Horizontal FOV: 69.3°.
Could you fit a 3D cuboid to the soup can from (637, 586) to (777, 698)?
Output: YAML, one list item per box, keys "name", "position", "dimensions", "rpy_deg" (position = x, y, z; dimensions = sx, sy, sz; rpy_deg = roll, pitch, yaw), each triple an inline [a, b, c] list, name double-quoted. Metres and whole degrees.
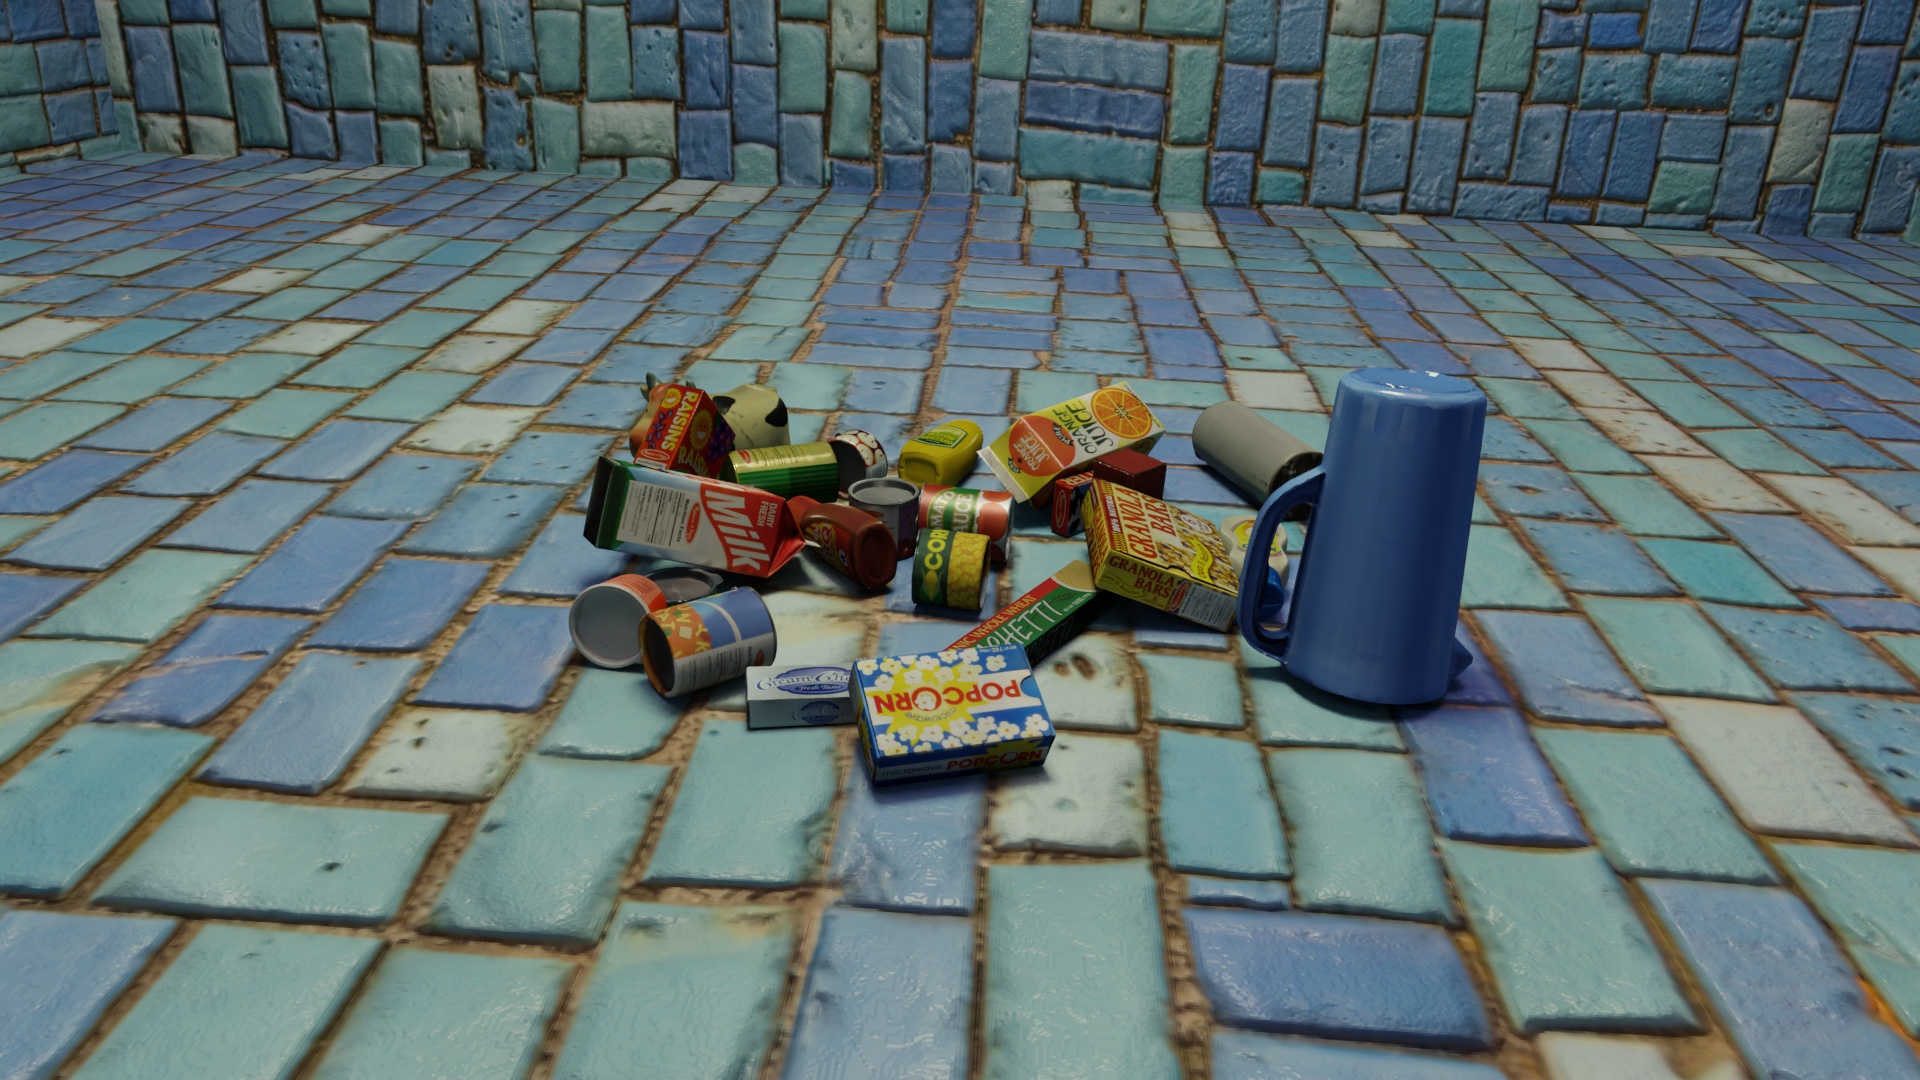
- name: "soup can"
  position: [-0.192, 0.074, 1.048]
  dimensions: [0.084, 0.071, 0.071]
  rpy_deg: [-15, 29, -35]

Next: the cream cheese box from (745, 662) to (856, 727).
- name: "cream cheese box"
  position: [-0.106, 0.113, 1.024]
  dimensions: [0.104, 0.024, 0.053]
  rpy_deg: [-2, 23, -10]

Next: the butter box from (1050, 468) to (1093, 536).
- name: "butter box"
  position: [0.132, -0.043, 1.369]
  dimensions: [0.104, 0.053, 0.024]
  rpy_deg: [-20, 34, -41]

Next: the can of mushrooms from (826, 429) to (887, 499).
- name: "can of mushrooms"
  position: [-0.111, -0.078, 1.406]
  dimensions: [0.071, 0.070, 0.033]
  rpy_deg: [16, 28, 28]

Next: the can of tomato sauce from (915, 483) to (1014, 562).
- name: "can of tomato sauce"
  position: [0.005, -0.016, 1.276]
  dimensions: [0.083, 0.071, 0.071]
  rpy_deg: [6, 24, 6]

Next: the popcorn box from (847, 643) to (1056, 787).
- name: "popcorn box"
  position: [-0.008, 0.120, 0.966]
  dimensions: [0.127, 0.038, 0.085]
  rpy_deg: [-5, 46, -16]

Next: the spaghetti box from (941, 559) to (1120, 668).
- name: "spaghetti box"
  position: [0.054, 0.074, 1.123]
  dimensions: [0.050, 0.028, 0.251]
  rpy_deg: [17, 28, 29]

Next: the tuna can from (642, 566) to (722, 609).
- name: "tuna can"
  position: [-0.231, 0.050, 1.144]
  dimensions: [0.071, 0.032, 0.071]
  rpy_deg: [2, 24, -1]

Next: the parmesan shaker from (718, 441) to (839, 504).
- name: "parmesan shaker"
  position: [-0.176, -0.058, 1.356]
  dimensions: [0.103, 0.071, 0.071]
  rpy_deg: [-8, 25, -24]

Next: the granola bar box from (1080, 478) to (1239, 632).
- name: "granola bar box"
  position: [0.174, 0.009, 1.227]
  dimensions: [0.124, 0.039, 0.166]
  rpy_deg: [20, 22, -8]

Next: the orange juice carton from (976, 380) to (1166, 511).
- name: "orange juice carton"
  position: [0.108, -0.091, 1.401]
  dimensions: [0.193, 0.072, 0.072]
  rpy_deg: [-22, 66, -35]

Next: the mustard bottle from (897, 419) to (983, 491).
- name: "mustard bottle"
  position: [-0.012, -0.098, 1.484]
  dimensions: [0.065, 0.048, 0.161]
  rpy_deg: [13, 26, 18]

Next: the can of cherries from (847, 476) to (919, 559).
- name: "can of cherries"
  position: [-0.070, -0.021, 1.291]
  dimensions: [0.071, 0.058, 0.072]
  rpy_deg: [1, 23, 0]

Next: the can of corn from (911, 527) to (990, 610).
- name: "can of corn"
  position: [-0.007, 0.023, 1.182]
  dimensions: [0.058, 0.071, 0.071]
  rpy_deg: [7, 24, 7]

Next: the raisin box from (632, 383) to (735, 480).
- name: "raisin box"
  position: [-0.259, -0.070, 1.277]
  dimensions: [0.040, 0.086, 0.124]
  rpy_deg: [12, 68, 20]

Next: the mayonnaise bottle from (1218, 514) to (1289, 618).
- name: "mayonnaise bottle"
  position: [0.266, 0.022, 1.249]
  dimensions: [0.065, 0.041, 0.149]
  rpy_deg: [7, 23, 4]

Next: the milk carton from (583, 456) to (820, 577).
- name: "milk carton"
  position: [-0.219, -0.016, 1.198]
  dimensions: [0.191, 0.073, 0.072]
  rpy_deg: [11, 4, -25]

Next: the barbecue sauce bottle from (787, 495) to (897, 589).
- name: "barbecue sauce bottle"
  position: [-0.112, -0.006, 1.250]
  dimensions: [0.044, 0.064, 0.149]
  rpy_deg: [-24, 28, -26]

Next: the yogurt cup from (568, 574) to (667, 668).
- name: "yogurt cup"
  position: [-0.264, 0.059, 1.083]
  dimensions: [0.072, 0.072, 0.054]
  rpy_deg: [6, 15, 7]
